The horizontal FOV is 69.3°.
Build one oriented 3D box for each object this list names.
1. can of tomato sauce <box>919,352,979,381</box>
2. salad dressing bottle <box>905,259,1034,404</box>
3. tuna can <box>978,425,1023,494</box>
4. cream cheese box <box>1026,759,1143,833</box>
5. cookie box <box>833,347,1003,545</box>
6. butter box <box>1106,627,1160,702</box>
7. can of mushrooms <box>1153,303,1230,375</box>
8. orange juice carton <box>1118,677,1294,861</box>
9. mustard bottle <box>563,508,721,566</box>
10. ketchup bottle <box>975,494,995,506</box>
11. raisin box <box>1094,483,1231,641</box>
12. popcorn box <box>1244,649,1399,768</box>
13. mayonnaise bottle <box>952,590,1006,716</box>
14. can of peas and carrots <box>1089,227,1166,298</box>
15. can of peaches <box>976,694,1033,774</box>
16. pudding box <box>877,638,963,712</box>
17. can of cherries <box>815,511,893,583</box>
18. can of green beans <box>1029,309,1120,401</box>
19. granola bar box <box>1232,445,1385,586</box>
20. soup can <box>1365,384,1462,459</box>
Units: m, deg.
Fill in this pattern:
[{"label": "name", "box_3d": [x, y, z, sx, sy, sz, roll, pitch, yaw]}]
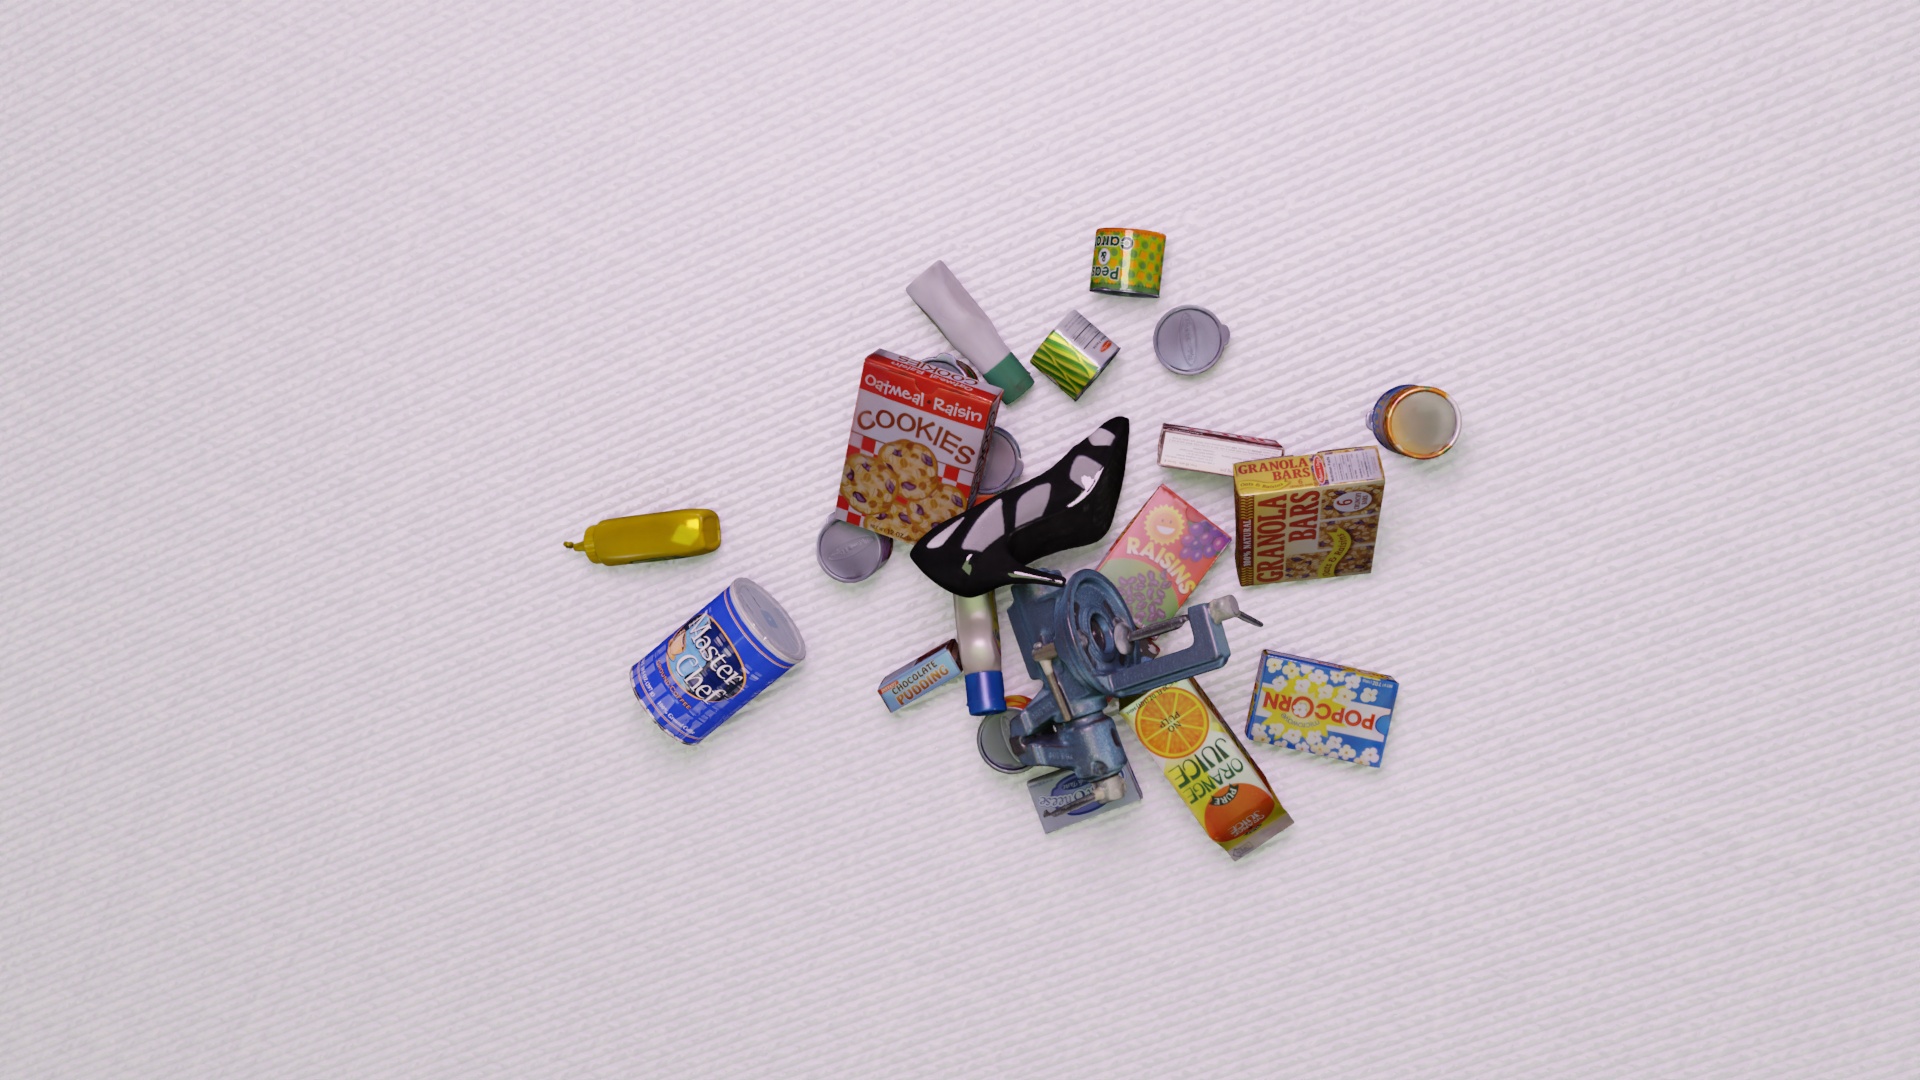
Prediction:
[{"label": "can of tomato sauce", "box_3d": [-0.017, -0.142, 1.314, 0.071, 0.083, 0.071, 1, 96, 7]}, {"label": "salad dressing bottle", "box_3d": [0.011, -0.196, 1.318, 0.044, 0.064, 0.147, -38, 98, 18]}, {"label": "tuna can", "box_3d": [0.028, -0.078, 1.340, 0.071, 0.033, 0.071, 1, 96, 8]}, {"label": "cream cheese box", "box_3d": [0.122, 0.245, 1.366, 0.104, 0.024, 0.053, -22, 93, 9]}, {"label": "cookie box", "box_3d": [-0.040, -0.078, 1.268, 0.123, 0.040, 0.166, 19, 120, 9]}, {"label": "butter box", "box_3d": [0.140, 0.124, 1.351, 0.053, 0.024, 0.103, 44, 99, 2]}, {"label": "can of mushrooms", "box_3d": [0.217, -0.188, 1.304, 0.071, 0.033, 0.071, 1, 96, 8]}, {"label": "orange juice carton", "box_3d": [0.234, 0.211, 1.323, 0.071, 0.073, 0.192, -36, 91, 9]}, {"label": "mustard bottle", "box_3d": [-0.321, -0.001, 1.381, 0.160, 0.065, 0.049, -7, 90, 14]}, {"label": "ketchup bottle", "box_3d": [0.005, -0.017, 1.338, 0.149, 0.064, 0.044, 2, 53, 11]}, {"label": "raisin box", "box_3d": [0.185, 0.021, 1.315, 0.086, 0.040, 0.123, 38, 87, 4]}, {"label": "popcorn box", "box_3d": [0.342, 0.159, 1.321, 0.127, 0.038, 0.085, 12, 96, 6]}, {"label": "mayonnaise bottle", "box_3d": [0.018, 0.091, 1.324, 0.041, 0.064, 0.148, -9, 75, 8]}, {"label": "can of peas and carrots", "box_3d": [0.153, -0.257, 1.286, 0.071, 0.071, 0.058, 7, 97, 7]}, {"label": "can of peaches", "box_3d": [0.054, 0.187, 1.352, 0.071, 0.058, 0.071, 1, 96, 7]}, {"label": "pudding box", "box_3d": [-0.037, 0.132, 1.362, 0.083, 0.050, 0.030, -31, 93, 10]}, {"label": "can of cherries", "box_3d": [-0.103, 0.002, 1.353, 0.071, 0.058, 0.071, 1, 97, 8]}, {"label": "can of green beans", "box_3d": [0.107, -0.174, 1.303, 0.058, 0.071, 0.071, 41, 100, 2]}, {"label": "granola bar box", "box_3d": [0.310, -0.019, 1.249, 0.124, 0.164, 0.039, -7, 58, 7]}, {"label": "soup can", "box_3d": [0.410, -0.108, 1.261, 0.071, 0.084, 0.071, 1, 97, 8]}]
